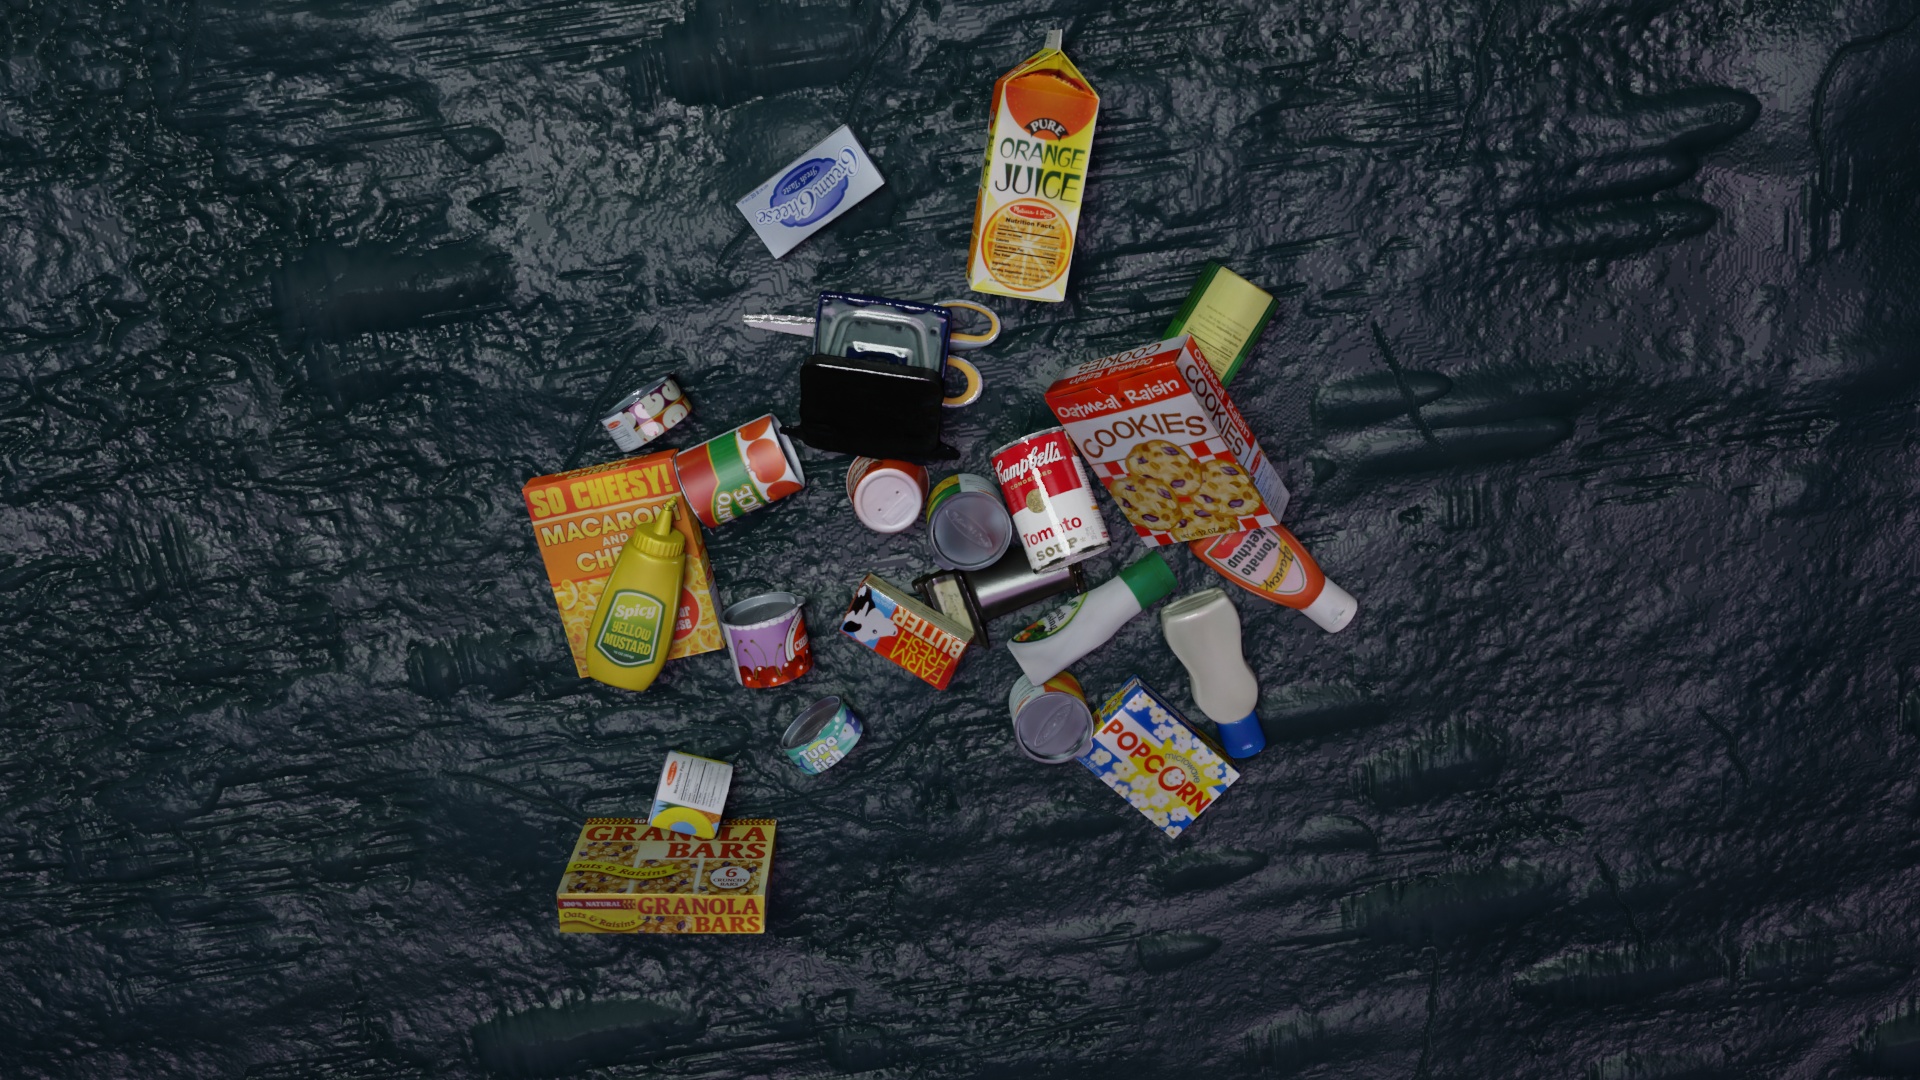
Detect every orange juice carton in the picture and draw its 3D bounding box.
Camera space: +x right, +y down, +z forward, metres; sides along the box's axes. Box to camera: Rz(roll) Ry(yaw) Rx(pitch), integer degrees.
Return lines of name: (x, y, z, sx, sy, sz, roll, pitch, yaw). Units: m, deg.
orange juice carton: (0.055, -0.282, 1.038, 0.073, 0.072, 0.192, 7, 107, -6)

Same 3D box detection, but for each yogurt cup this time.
yogurt cup: (-0.058, -0.039, 1.117, 0.072, 0.054, 0.072, -1, 108, -3)

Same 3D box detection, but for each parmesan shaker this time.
parmesan shaker: (0.198, -0.157, 1.089, 0.071, 0.071, 0.103, 28, 103, -11)

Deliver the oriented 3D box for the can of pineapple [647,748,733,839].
can of pineapple: (-0.229, 0.216, 1.182, 0.058, 0.071, 0.070, 15, 106, -8)

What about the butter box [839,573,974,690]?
butter box: (-0.045, 0.076, 1.151, 0.103, 0.024, 0.053, 30, 116, 5)

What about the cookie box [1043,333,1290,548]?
cookie box: (0.160, -0.073, 1.078, 0.122, 0.040, 0.167, -12, 127, 42)

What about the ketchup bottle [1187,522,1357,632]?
ketchup bottle: (0.265, 0.022, 1.161, 0.149, 0.044, 0.064, 35, 103, -13)

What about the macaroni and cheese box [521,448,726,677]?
macaroni and cheese box: (-0.270, 0.018, 1.130, 0.124, 0.040, 0.166, -12, 108, 0)

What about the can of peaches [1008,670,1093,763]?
can of peaches: (0.078, 0.149, 1.182, 0.071, 0.058, 0.071, -1, 107, -4)

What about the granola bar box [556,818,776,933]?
granola bar box: (-0.242, 0.281, 1.169, 0.166, 0.124, 0.039, 1, 108, -4)

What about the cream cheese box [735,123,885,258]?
cream cheese box: (-0.114, -0.266, 1.059, 0.104, 0.024, 0.053, -34, 108, 7)

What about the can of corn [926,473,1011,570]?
can of corn: (0.004, -0.014, 1.126, 0.071, 0.058, 0.071, -1, 108, -3)

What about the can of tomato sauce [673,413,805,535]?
can of tomato sauce: (-0.173, -0.053, 1.098, 0.083, 0.071, 0.071, -24, 107, 4)

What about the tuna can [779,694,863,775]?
tuna can: (-0.117, 0.165, 1.168, 0.071, 0.071, 0.032, -35, 107, 8)

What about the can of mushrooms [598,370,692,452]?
can of mushrooms: (-0.243, -0.101, 1.082, 0.071, 0.071, 0.033, -30, 107, 6)

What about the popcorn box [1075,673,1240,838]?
popcorn box: (0.168, 0.188, 1.209, 0.126, 0.038, 0.085, 41, 101, -14)

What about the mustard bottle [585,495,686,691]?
mustard bottle: (-0.248, 0.038, 1.089, 0.065, 0.049, 0.159, 16, 107, -10)

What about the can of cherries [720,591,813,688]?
can of cherries: (-0.156, 0.081, 1.142, 0.071, 0.072, 0.058, -11, 108, 0)

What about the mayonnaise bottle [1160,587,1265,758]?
mayonnaise bottle: (0.222, 0.116, 1.190, 0.065, 0.041, 0.147, -21, 108, 5)

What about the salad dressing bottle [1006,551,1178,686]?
salad dressing bottle: (0.111, 0.063, 1.158, 0.148, 0.064, 0.044, -33, 100, -2)
